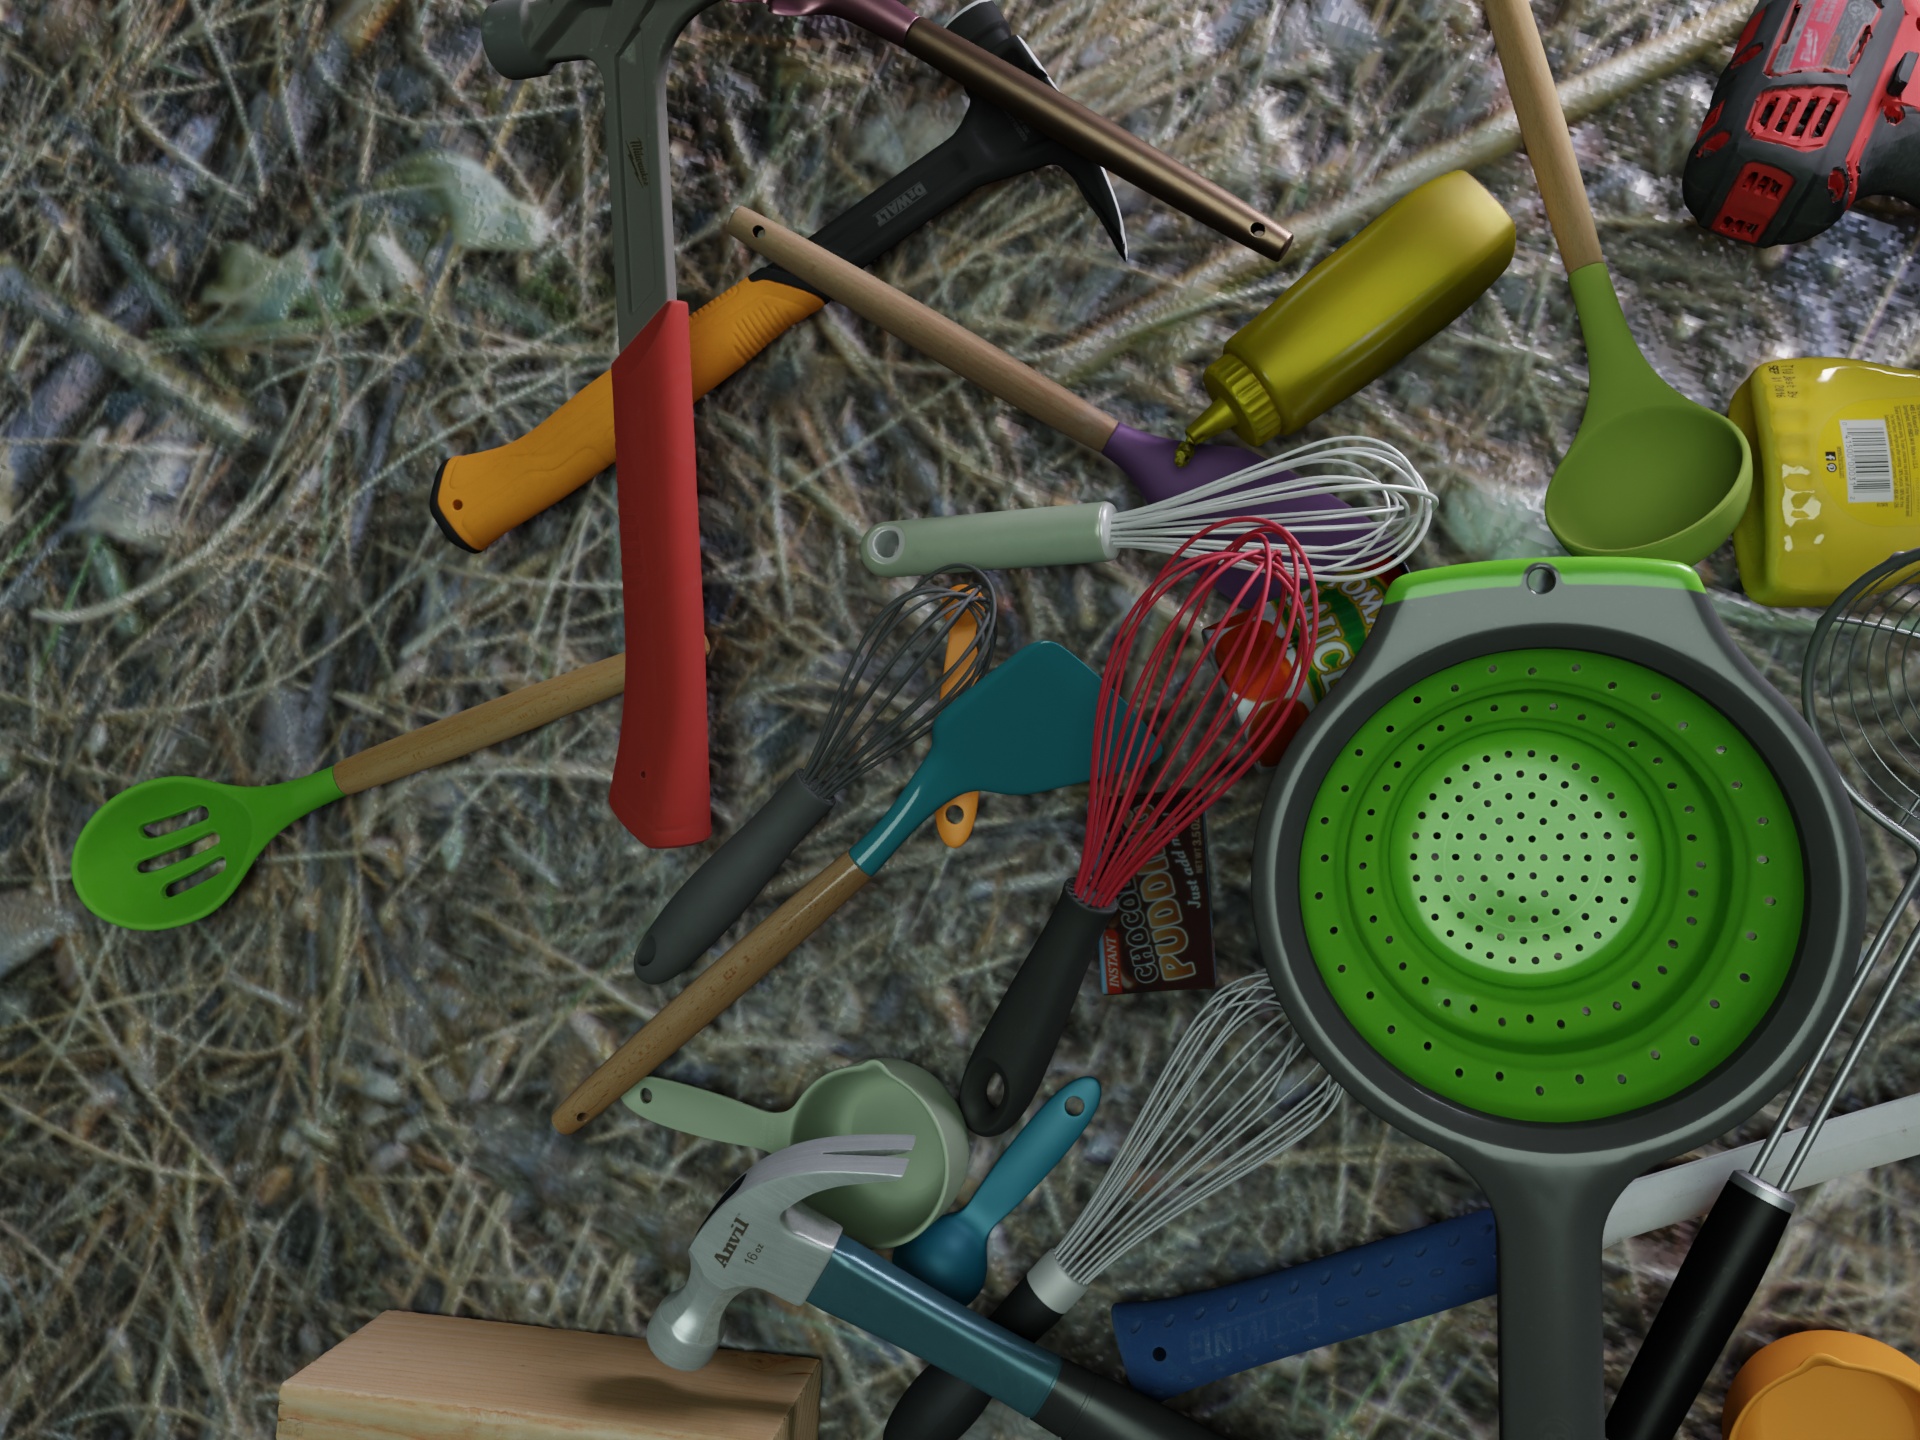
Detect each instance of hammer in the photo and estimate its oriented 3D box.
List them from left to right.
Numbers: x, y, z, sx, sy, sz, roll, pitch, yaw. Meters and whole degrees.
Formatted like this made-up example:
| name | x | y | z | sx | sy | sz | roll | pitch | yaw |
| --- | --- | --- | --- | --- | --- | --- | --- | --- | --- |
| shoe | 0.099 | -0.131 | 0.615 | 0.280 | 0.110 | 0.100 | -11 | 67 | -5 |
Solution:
| name | x | y | z | sx | sy | sz | roll | pitch | yaw |
| --- | --- | --- | --- | --- | --- | --- | --- | --- | --- |
| hammer | -0.120 | -0.124 | 0.667 | 0.149 | 0.036 | 0.359 | 2 | 99 | 21 |
| hammer | -0.091 | -0.173 | 0.710 | 0.337 | 0.034 | 0.127 | -33 | 82 | 6 |
| hammer | 0.045 | 0.273 | 0.634 | 0.331 | 0.033 | 0.128 | 28 | 105 | 0 |
| hammer | 0.261 | 0.205 | 0.639 | 0.405 | 0.035 | 0.144 | -20 | 85 | 7 |

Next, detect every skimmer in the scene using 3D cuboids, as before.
| name | x | y | z | sx | sy | sz | roll | pitch | yaw |
| --- | --- | --- | --- | --- | --- | --- | --- | --- | --- |
| skimmer | 0.309 | 0.115 | 0.573 | 0.127 | 0.090 | 0.363 | 29 | 95 | 41 |

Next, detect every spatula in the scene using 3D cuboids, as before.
| name | x | y | z | sx | sy | sz | roll | pitch | yaw |
| --- | --- | --- | --- | --- | --- | --- | --- | --- | --- |
| spatula | -0.060 | 0.082 | 0.675 | 0.317 | 0.044 | 0.082 | -42 | 123 | 10 |
| spatula | 0.040 | -0.131 | 0.673 | 0.316 | 0.018 | 0.060 | 31 | 99 | -2 |

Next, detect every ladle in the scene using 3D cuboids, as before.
| name | x | y | z | sx | sy | sz | roll | pitch | yaw |
| --- | --- | --- | --- | --- | --- | --- | --- | --- | --- |
| ladle | 0.246 | -0.212 | 0.651 | 0.078 | 0.062 | 0.320 | -17 | 81 | 30 |

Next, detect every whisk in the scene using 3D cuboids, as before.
| name | x | y | z | sx | sy | sz | roll | pitch | yaw |
| --- | --- | --- | --- | --- | --- | --- | --- | --- | --- |
| whisk | -0.066 | 0.027 | 0.687 | 0.055 | 0.055 | 0.239 | 44 | 102 | 8 |
| whisk | 0.062 | 0.211 | 0.660 | 0.070 | 0.070 | 0.284 | 42 | 98 | 8 |
| whisk | 0.060 | 0.054 | 0.626 | 0.073 | 0.073 | 0.295 | 27 | 115 | 9 |
| whisk | 0.070 | -0.079 | 0.656 | 0.246 | 0.059 | 0.058 | -2 | 81 | 24 |

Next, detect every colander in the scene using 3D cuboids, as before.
| name | x | y | z | sx | sy | sz | roll | pitch | yaw |
| --- | --- | --- | --- | --- | --- | --- | --- | --- | --- |
| colander | 0.219 | 0.139 | 0.604 | 0.204 | 0.094 | 0.397 | -1 | 92 | 14 |

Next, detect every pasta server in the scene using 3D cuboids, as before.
| name | x | y | z | sx | sy | sz | roll | pitch | yaw |
| --- | --- | --- | --- | --- | --- | --- | --- | --- | --- |
| pasta server | 0.001 | -0.277 | 0.665 | 0.316 | 0.040 | 0.060 | 33 | 104 | 9 |

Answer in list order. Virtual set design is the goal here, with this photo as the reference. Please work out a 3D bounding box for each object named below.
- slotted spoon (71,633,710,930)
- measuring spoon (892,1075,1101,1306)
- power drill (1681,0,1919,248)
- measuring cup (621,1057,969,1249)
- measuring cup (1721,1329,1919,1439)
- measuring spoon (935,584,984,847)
| name | x | y | z | sx | sy | sz | roll | pitch | yaw |
| --- | --- | --- | --- | --- | --- | --- | --- | --- | --- |
| slotted spoon | -0.260 | 0.020 | 0.731 | 0.314 | 0.031 | 0.070 | -21 | 85 | 5 |
| measuring spoon | 0.017 | 0.204 | 0.682 | 0.042 | 0.021 | 0.128 | 40 | 95 | 8 |
| power drill | 0.408 | -0.228 | 0.612 | 0.220 | 0.078 | 0.143 | 23 | 76 | 14 |
| measuring cup | -0.073 | 0.176 | 0.696 | 0.168 | 0.038 | 0.083 | 7 | 94 | 26 |
| measuring cup | 0.303 | 0.292 | 0.625 | 0.173 | 0.052 | 0.095 | -18 | 85 | 22 |
| measuring spoon | -0.001 | -0.002 | 0.699 | 0.021 | 0.011 | 0.117 | 2 | 88 | 9 |
